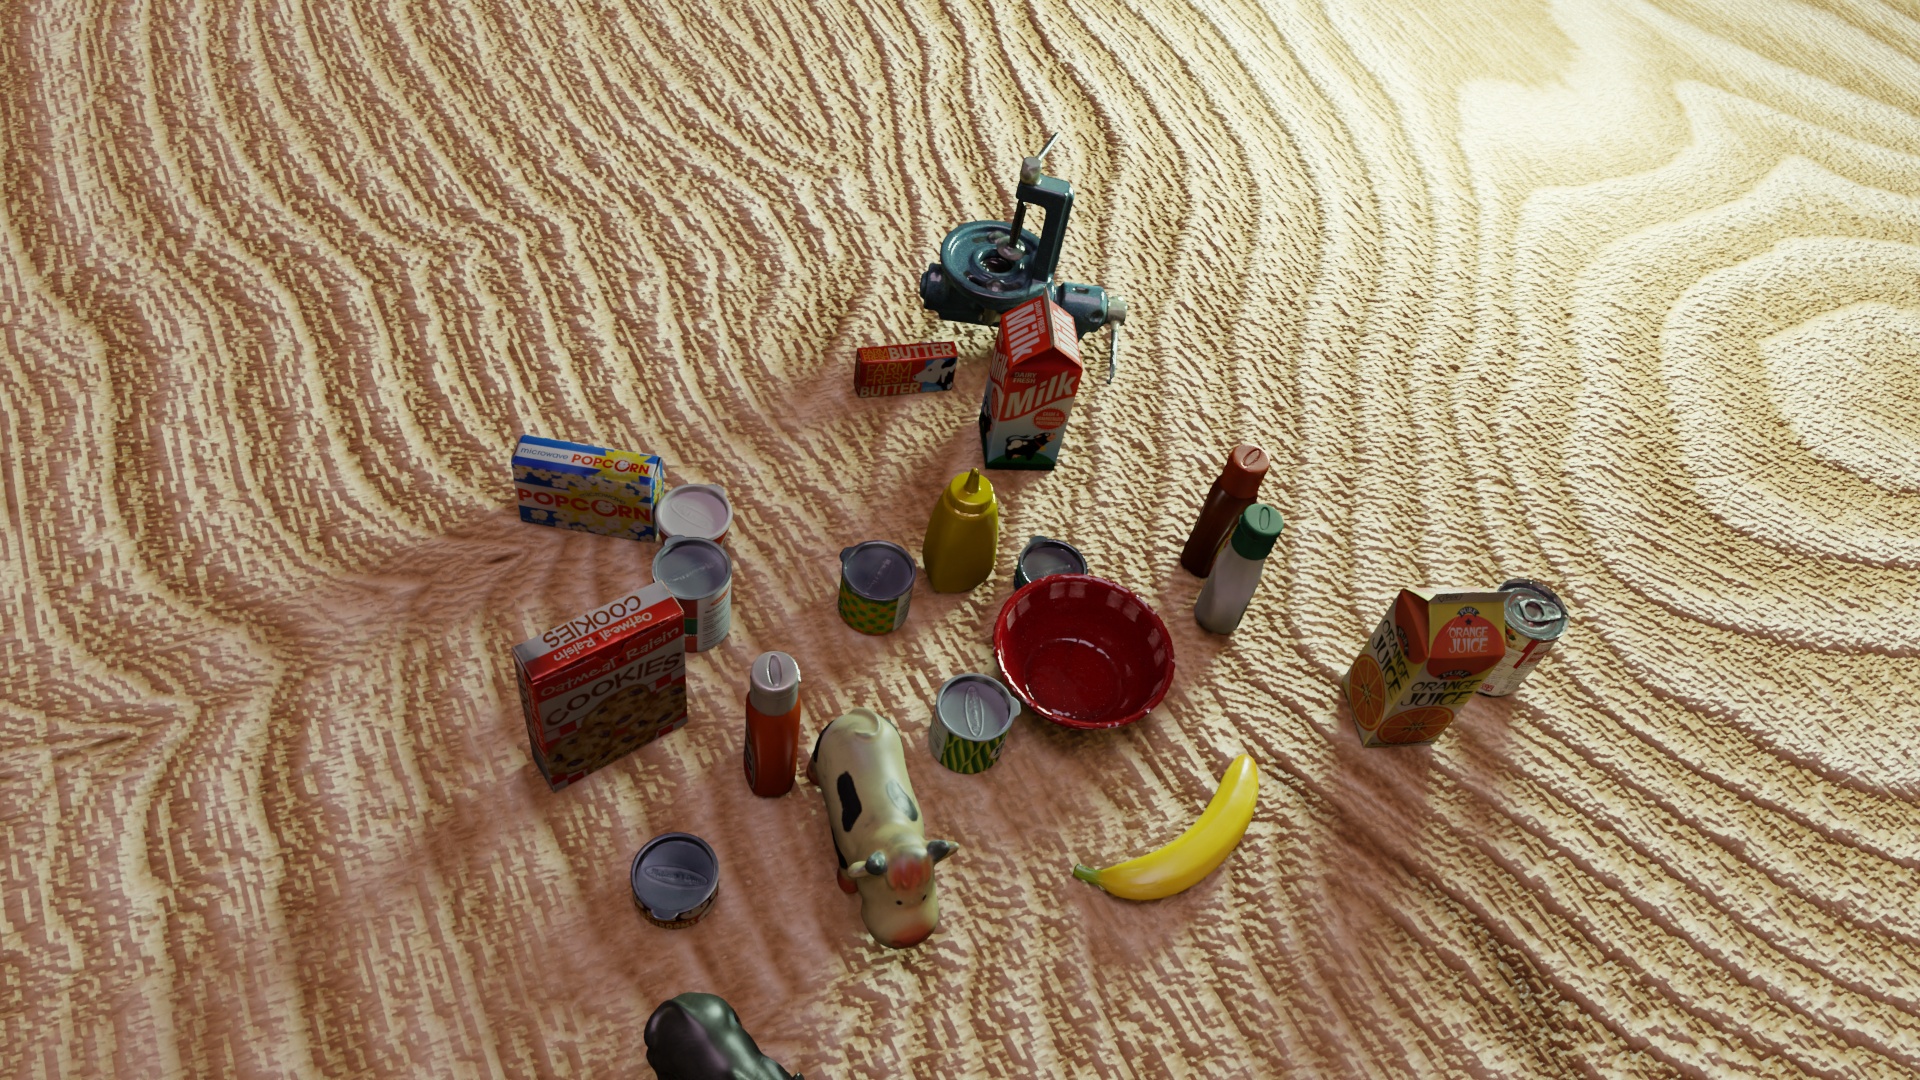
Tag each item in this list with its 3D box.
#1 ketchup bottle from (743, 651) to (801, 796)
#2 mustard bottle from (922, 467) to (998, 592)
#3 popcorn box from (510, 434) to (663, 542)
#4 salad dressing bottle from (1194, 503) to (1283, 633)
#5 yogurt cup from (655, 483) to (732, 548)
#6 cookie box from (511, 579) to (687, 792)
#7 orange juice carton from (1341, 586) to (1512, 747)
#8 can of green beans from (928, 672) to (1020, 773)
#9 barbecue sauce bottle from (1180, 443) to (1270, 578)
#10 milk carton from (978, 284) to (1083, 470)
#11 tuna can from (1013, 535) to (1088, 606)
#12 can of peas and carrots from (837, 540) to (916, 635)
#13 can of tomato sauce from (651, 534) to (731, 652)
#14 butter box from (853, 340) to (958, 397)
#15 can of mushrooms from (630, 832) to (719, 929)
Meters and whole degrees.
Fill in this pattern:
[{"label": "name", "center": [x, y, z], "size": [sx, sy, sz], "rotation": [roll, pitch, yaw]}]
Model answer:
[{"label": "ketchup bottle", "center": [-0.148, 0.142, 1.096], "size": [0.043, 0.148, 0.065], "rotation": [-3, 53, -13]}, {"label": "mustard bottle", "center": [0.004, -0.016, 1.241], "size": [0.065, 0.159, 0.049], "rotation": [-9, 54, -17]}, {"label": "popcorn box", "center": [-0.335, -0.046, 1.253], "size": [0.127, 0.084, 0.038], "rotation": [9, 51, -3]}, {"label": "salad dressing bottle", "center": [0.253, 0.026, 1.261], "size": [0.044, 0.146, 0.064], "rotation": [16, 51, 2]}, {"label": "yogurt cup", "center": [-0.242, -0.010, 1.261], "size": [0.072, 0.053, 0.073], "rotation": [5, 51, -6]}, {"label": "cookie box", "center": [-0.276, 0.116, 1.082], "size": [0.123, 0.166, 0.040], "rotation": [-27, 61, -27]}, {"label": "orange juice carton", "center": [0.404, 0.100, 1.200], "size": [0.072, 0.191, 0.073], "rotation": [-1, 52, -11]}, {"label": "can of green beans", "center": [0.008, 0.155, 1.172], "size": [0.071, 0.057, 0.071], "rotation": [5, 51, -6]}, {"label": "barbecue sauce bottle", "center": [0.251, -0.030, 1.304], "size": [0.044, 0.147, 0.065], "rotation": [36, 55, 18]}, {"label": "milk carton", "center": [0.069, -0.154, 1.344], "size": [0.073, 0.189, 0.073], "rotation": [0, 52, -10]}, {"label": "tuna can", "center": [0.083, 0.032, 1.300], "size": [0.071, 0.032, 0.071], "rotation": [5, 51, -6]}, {"label": "can of peas and carrots", "center": [-0.078, 0.042, 1.246], "size": [0.071, 0.058, 0.071], "rotation": [5, 51, -6]}, {"label": "can of tomato sauce", "center": [-0.233, 0.046, 1.199], "size": [0.071, 0.082, 0.071], "rotation": [5, 51, -6]}, {"label": "butter box", "center": [-0.056, -0.176, 1.427], "size": [0.104, 0.052, 0.024], "rotation": [-6, 53, -15]}, {"label": "can of mushrooms", "center": [-0.219, 0.262, 1.062], "size": [0.071, 0.033, 0.071], "rotation": [5, 51, -6]}]
